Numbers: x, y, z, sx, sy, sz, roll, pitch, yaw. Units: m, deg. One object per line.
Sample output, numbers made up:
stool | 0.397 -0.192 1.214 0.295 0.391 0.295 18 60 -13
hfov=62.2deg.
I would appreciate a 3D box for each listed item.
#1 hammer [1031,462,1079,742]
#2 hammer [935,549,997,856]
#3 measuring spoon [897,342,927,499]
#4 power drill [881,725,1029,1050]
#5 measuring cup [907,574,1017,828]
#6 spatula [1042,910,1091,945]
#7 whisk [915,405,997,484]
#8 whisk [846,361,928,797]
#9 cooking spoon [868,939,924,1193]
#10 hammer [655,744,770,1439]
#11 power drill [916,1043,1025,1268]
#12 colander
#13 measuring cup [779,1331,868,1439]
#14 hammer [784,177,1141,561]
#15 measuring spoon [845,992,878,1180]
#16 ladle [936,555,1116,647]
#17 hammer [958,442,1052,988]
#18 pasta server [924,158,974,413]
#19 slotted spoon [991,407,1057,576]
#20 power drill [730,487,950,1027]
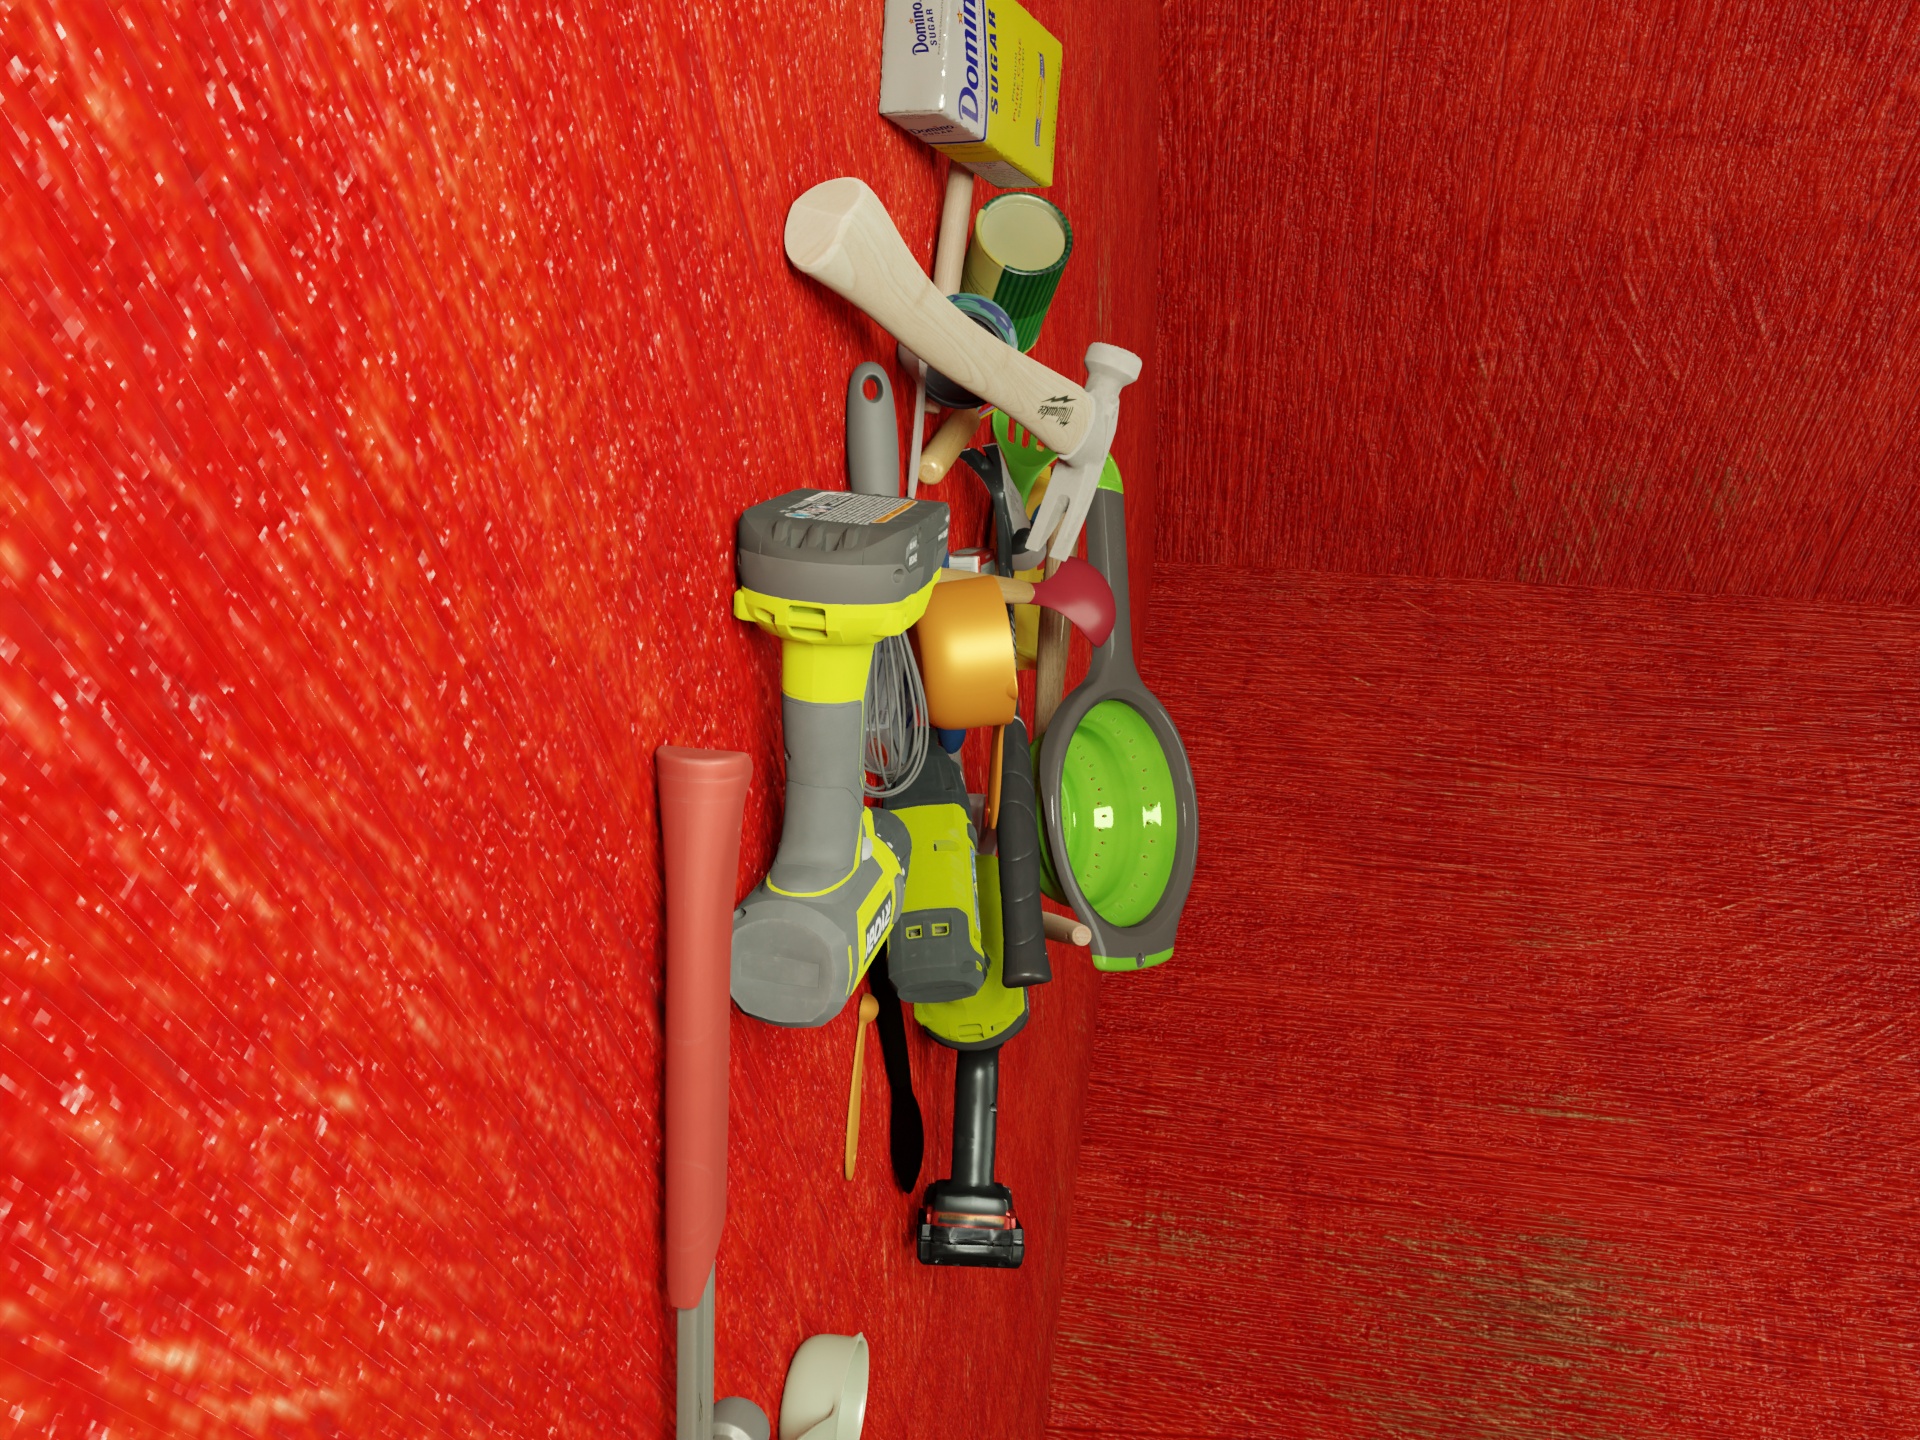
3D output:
hammer | 0.073 -0.044 1.295 0.130 0.031 0.331 -41 139 -63
hammer | -0.005 0.016 1.169 0.405 0.035 0.144 82 16 -52
measuring spoon | -0.033 -0.190 0.993 0.034 0.018 0.124 -73 171 -52
power drill | -0.007 0.118 1.044 0.223 0.080 0.171 72 12 -63
measuring cup | -0.001 -0.003 0.943 0.095 0.052 0.173 -109 -164 -55
spatula | 0.053 0.144 1.154 0.316 0.018 0.060 158 -78 -81
whisk | 0.006 -0.224 1.133 0.047 0.051 0.245 66 26 -24
whisk | -0.047 -0.075 0.870 0.055 0.055 0.239 -34 123 -77
cooking spoon | -0.043 0.232 1.090 0.318 0.017 0.069 84 11 -46
hammer | -0.110 0.188 0.640 0.149 0.037 0.359 -49 143 -74
power drill | 0.010 0.302 1.255 0.188 0.080 0.227 102 -9 -80
colander | 0.089 -0.009 1.223 0.204 0.094 0.397 4 81 -51
measuring cup | -0.087 0.380 0.859 0.167 0.038 0.083 42 53 -75
hammer | 0.008 -0.195 0.907 0.410 0.038 0.146 11 99 -67
measuring spoon | -0.062 0.231 1.002 0.021 0.011 0.117 32 62 -79
ladle | 0.027 -0.085 1.026 0.315 0.031 0.069 -1 71 -57
hammer | 0.035 -0.010 1.078 0.149 0.036 0.409 62 22 -54
pasta server | -0.006 -0.359 1.030 0.060 0.040 0.316 -21 119 -79
slotted spoon | 0.037 -0.144 1.293 0.031 0.070 0.314 129 -25 -66
power drill | -0.055 0.009 0.762 0.190 0.080 0.228 -53 149 -72
